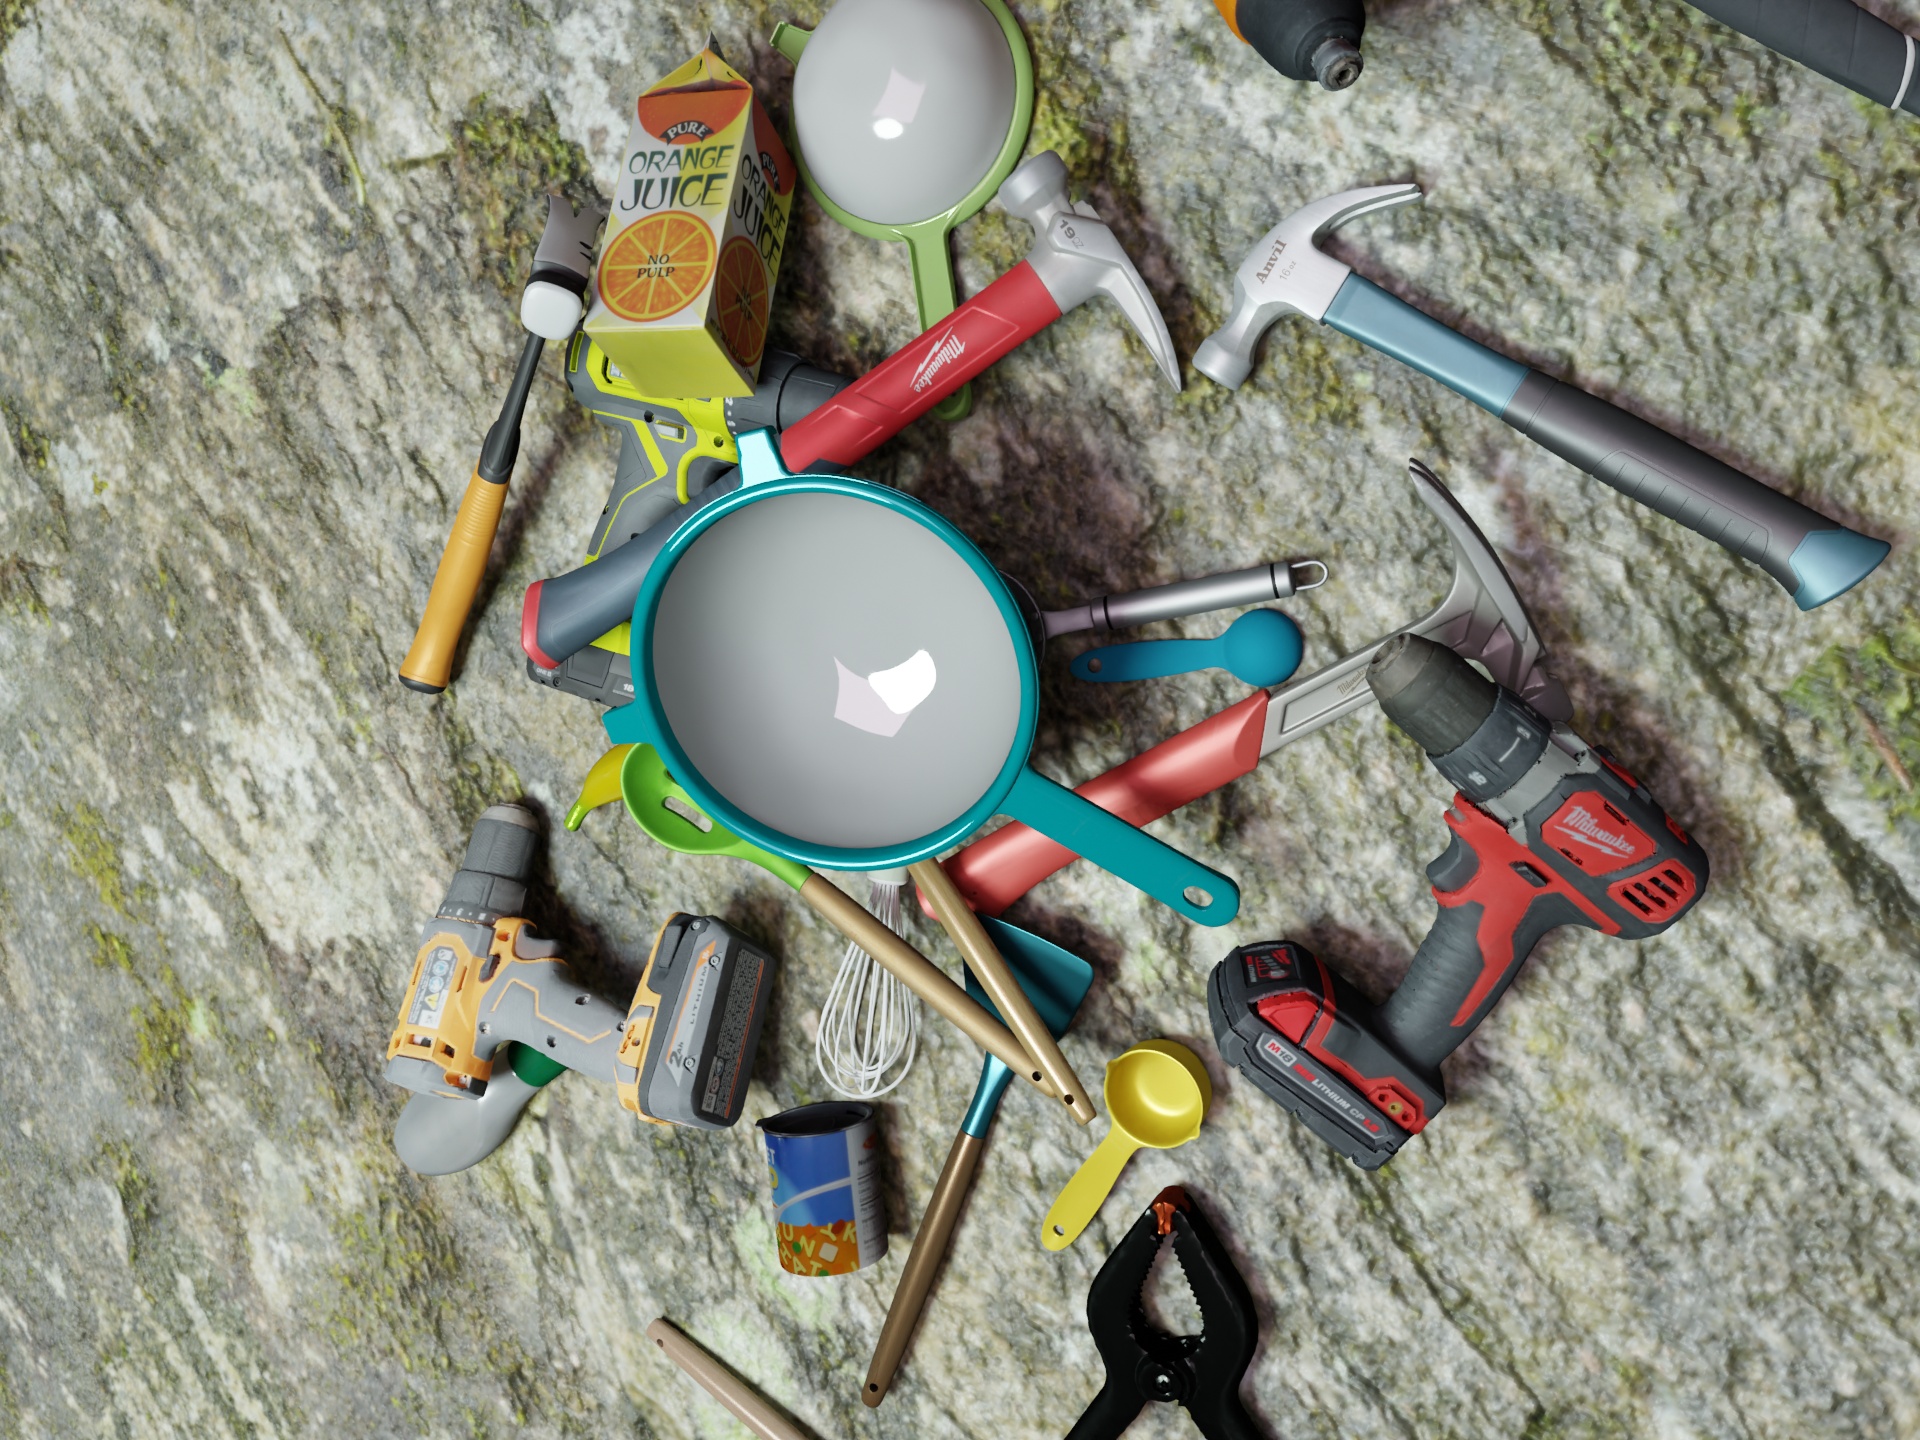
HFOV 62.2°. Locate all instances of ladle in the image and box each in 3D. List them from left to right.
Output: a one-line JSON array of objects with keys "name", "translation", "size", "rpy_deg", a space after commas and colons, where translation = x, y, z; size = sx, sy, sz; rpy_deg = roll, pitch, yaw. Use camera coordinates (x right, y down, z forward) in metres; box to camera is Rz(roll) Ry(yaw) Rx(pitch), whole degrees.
[{"name": "ladle", "translation": [-0.018, 0.085, 0.876], "size": [0.069, 0.031, 0.316], "rpy_deg": [-40, 73, 19]}]

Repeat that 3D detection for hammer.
[{"name": "hammer", "translation": [-0.282, -0.147, 0.955], "size": [0.034, 0.127, 0.336], "rpy_deg": [17, 128, -20]}, {"name": "hammer", "translation": [-0.070, -0.133, 0.860], "size": [0.386, 0.038, 0.143], "rpy_deg": [-34, 95, 8]}, {"name": "hammer", "translation": [0.121, 0.013, 0.837], "size": [0.359, 0.037, 0.149], "rpy_deg": [-29, 100, 24]}, {"name": "hammer", "translation": [0.282, -0.151, 0.775], "size": [0.331, 0.033, 0.128], "rpy_deg": [34, 107, 16]}, {"name": "hammer", "translation": [0.431, -0.272, 0.705], "size": [0.409, 0.036, 0.149], "rpy_deg": [40, 108, 16]}]

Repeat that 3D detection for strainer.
[{"name": "strainer", "translation": [-0.032, -0.294, 0.873], "size": [0.151, 0.069, 0.256], "rpy_deg": [-9, 89, 23]}, {"name": "strainer", "translation": [-0.001, -0.003, 0.828], "size": [0.340, 0.095, 0.211], "rpy_deg": [30, 116, -2]}, {"name": "strainer", "translation": [0.070, -0.055, 0.863], "size": [0.258, 0.050, 0.087], "rpy_deg": [-10, 89, 18]}]

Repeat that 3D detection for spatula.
[{"name": "spatula", "translation": [-0.007, 0.261, 0.914], "size": [0.082, 0.044, 0.317], "rpy_deg": [22, 101, 17]}]

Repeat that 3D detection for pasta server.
[{"name": "pasta server", "translation": [-0.069, 0.463, 0.968], "size": [0.316, 0.040, 0.060], "rpy_deg": [31, 105, 22]}]

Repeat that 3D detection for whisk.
[{"name": "whisk", "translation": [-0.043, 0.100, 0.923], "size": [0.059, 0.058, 0.246], "rpy_deg": [7, 94, -13]}]

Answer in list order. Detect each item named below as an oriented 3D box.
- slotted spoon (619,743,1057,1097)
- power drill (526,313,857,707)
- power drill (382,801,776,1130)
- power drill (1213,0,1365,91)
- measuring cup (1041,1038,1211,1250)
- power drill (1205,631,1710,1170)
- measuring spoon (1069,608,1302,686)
[{"name": "slotted spoon", "translation": [-0.068, 0.109, 0.895], "size": [0.314, 0.031, 0.070], "rpy_deg": [37, 99, 16]}, {"name": "power drill", "translation": [-0.157, -0.118, 0.935], "size": [0.191, 0.080, 0.228], "rpy_deg": [17, 97, 21]}, {"name": "power drill", "translation": [-0.231, 0.148, 0.970], "size": [0.226, 0.084, 0.185], "rpy_deg": [4, 70, 21]}, {"name": "power drill", "translation": [0.217, -0.399, 0.735], "size": [0.226, 0.084, 0.164], "rpy_deg": [-32, 57, 22]}, {"name": "measuring cup", "translation": [0.088, 0.240, 0.892], "size": [0.062, 0.029, 0.156], "rpy_deg": [37, 118, 16]}, {"name": "power drill", "translation": [0.217, 0.085, 0.770], "size": [0.188, 0.080, 0.226], "rpy_deg": [39, 106, -7]}, {"name": "measuring spoon", "translation": [0.118, -0.034, 0.855], "size": [0.128, 0.021, 0.042], "rpy_deg": [-6, 91, 21]}]
